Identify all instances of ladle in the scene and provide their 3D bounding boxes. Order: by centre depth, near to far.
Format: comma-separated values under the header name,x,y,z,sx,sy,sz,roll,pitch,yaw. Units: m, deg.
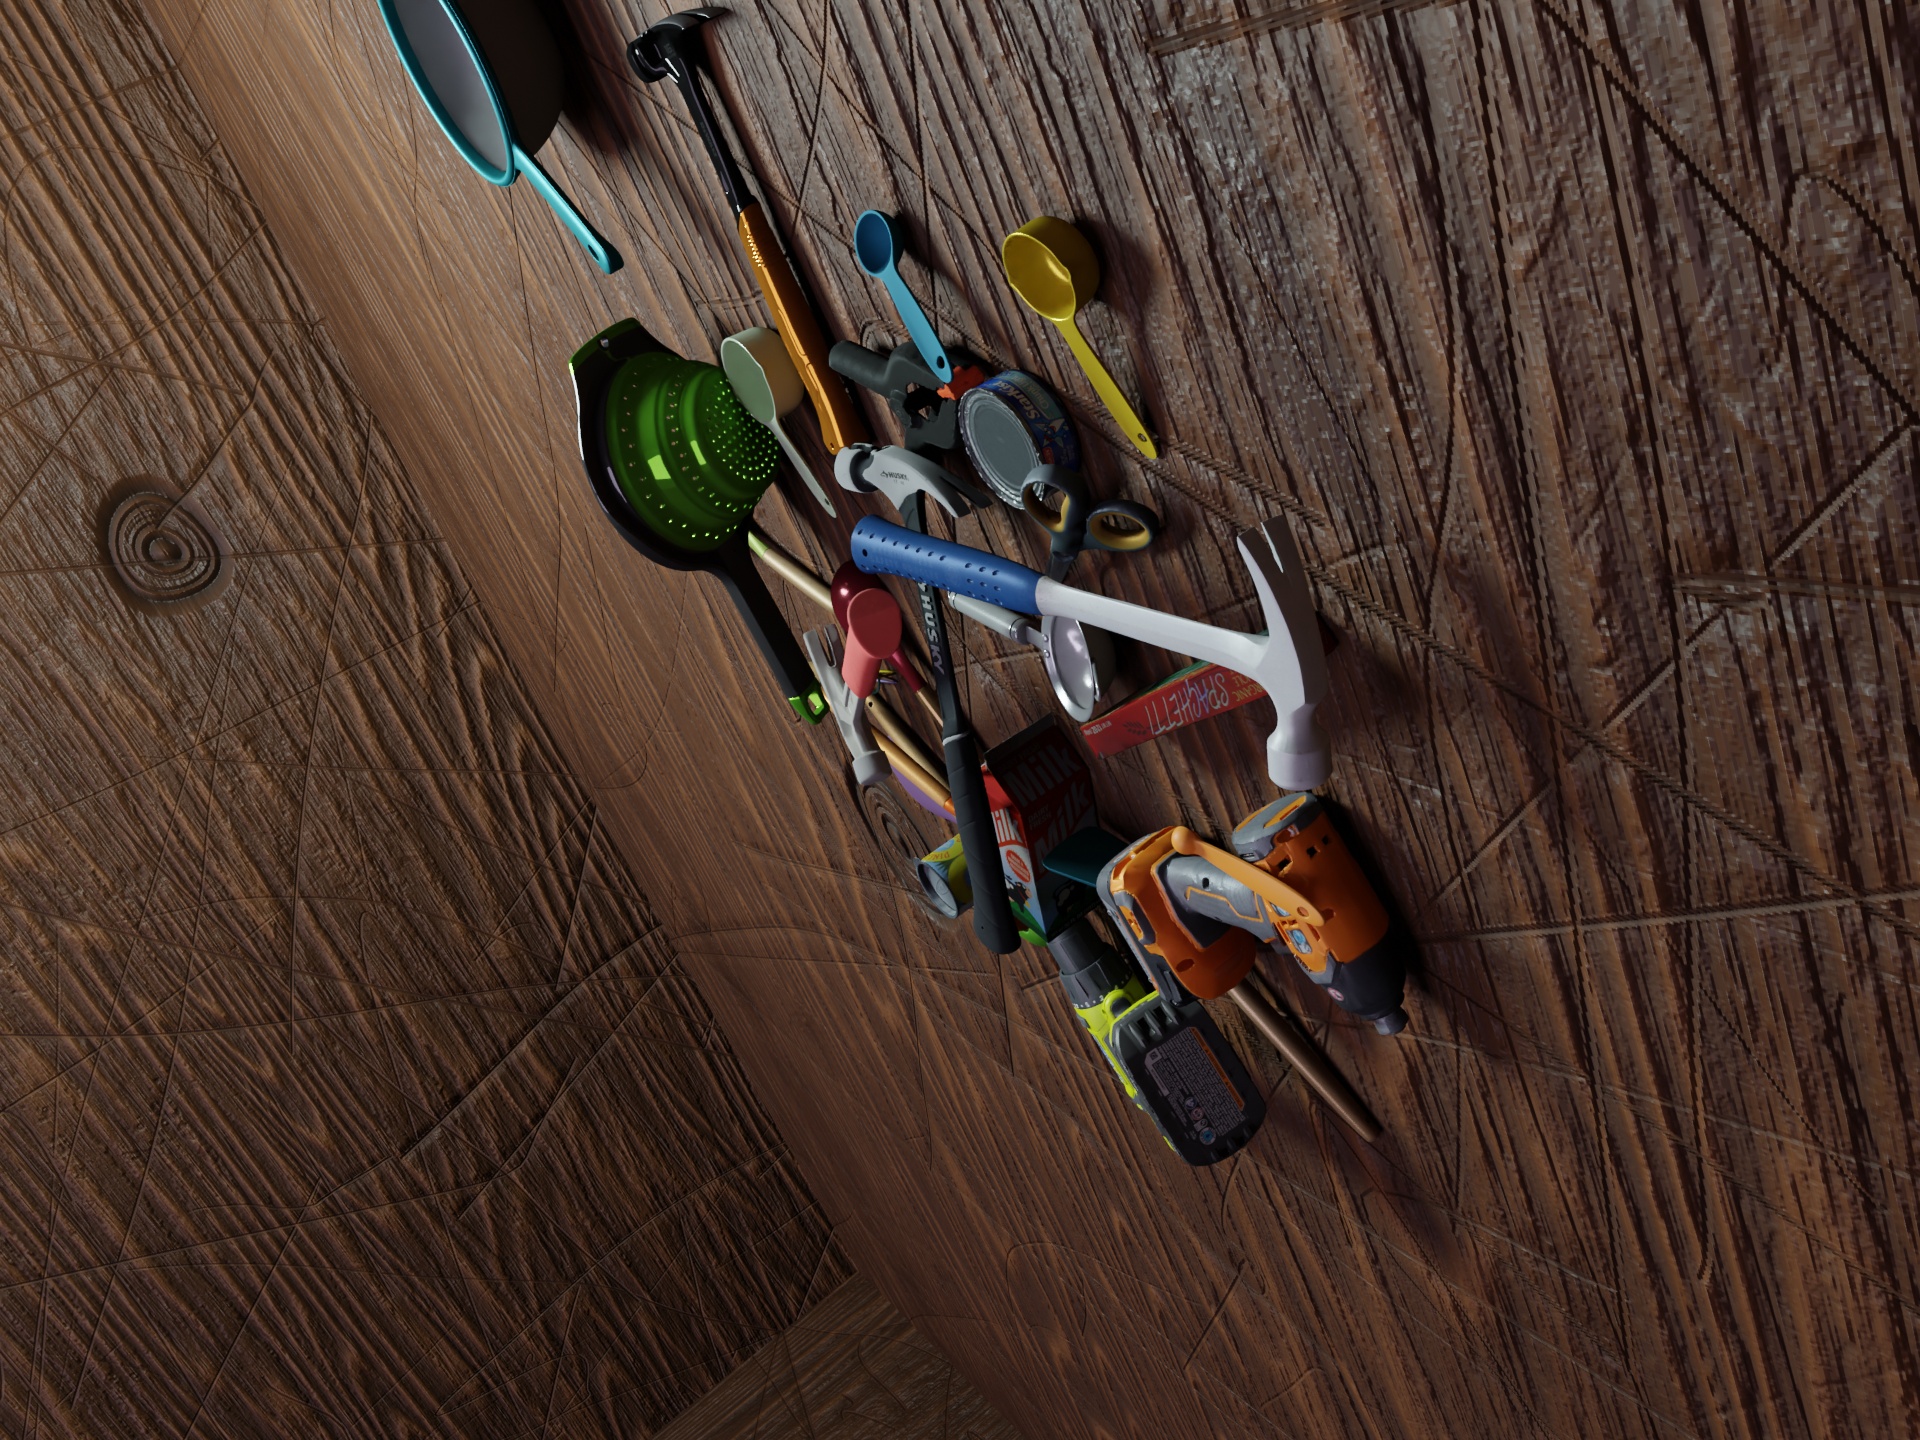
name,x,y,z,sx,sy,sz,roll,pitch,yaw
ladle,-0.018,-0.007,1.396,0.315,0.031,0.069,53,138,3
ladle,-0.176,-0.140,1.512,0.320,0.062,0.078,37,148,35

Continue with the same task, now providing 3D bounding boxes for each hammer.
name,x,y,z,sx,sy,sz,roll,pitch,yaw
hammer,0.059,-0.080,0.968,0.406,0.035,0.144,22,130,49
hammer,-0.142,-0.349,1.175,0.127,0.034,0.336,18,137,59
hammer,-0.002,-0.004,1.190,0.149,0.036,0.408,20,129,51
hammer,-0.082,-0.048,1.252,0.359,0.036,0.149,118,131,-77

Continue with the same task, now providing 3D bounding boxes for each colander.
name,x,y,z,sx,sy,sz,roll,pitch,yaw
colander,-0.185,-0.170,1.388,0.094,0.205,0.396,-12,118,32

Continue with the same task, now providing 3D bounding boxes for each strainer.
name,x,y,z,sx,sy,sz,roll,pitch,yaw
strainer,0.052,-0.064,1.155,0.259,0.050,0.086,34,136,56
strainer,-0.355,-0.515,1.315,0.340,0.095,0.211,51,161,8

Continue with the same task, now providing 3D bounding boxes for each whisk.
name,x,y,z,sx,sy,sz,roll,pitch,yaw
whisk,-0.122,-0.047,1.542,0.051,0.047,0.245,55,163,-15

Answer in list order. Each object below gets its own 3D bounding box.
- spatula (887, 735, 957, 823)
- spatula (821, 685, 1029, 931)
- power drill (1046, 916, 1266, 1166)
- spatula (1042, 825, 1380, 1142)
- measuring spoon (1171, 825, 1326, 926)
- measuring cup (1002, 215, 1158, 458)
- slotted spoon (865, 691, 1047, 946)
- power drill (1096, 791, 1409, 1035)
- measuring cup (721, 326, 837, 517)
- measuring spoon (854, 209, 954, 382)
name,x,y,z,sx,sy,sz,roll,pitch,yaw
spatula,0.028,0.121,1.487,0.316,0.018,0.059,45,137,26
spatula,-0.028,0.068,1.444,0.323,0.081,0.041,39,134,30
power drill,0.148,0.253,1.298,0.190,0.080,0.228,58,173,-9
spatula,0.196,0.197,1.204,0.317,0.082,0.044,48,128,10
measuring spoon,0.175,0.098,0.979,0.117,0.011,0.021,31,142,36
measuring cup,0.080,-0.219,0.911,0.156,0.029,0.062,53,162,-25
slotted spoon,-0.001,0.085,1.477,0.314,0.031,0.070,51,120,25
power drill,0.200,0.140,1.072,0.164,0.084,0.226,59,154,-5
measuring cup,-0.135,-0.245,1.301,0.167,0.038,0.083,58,159,-9
measuring spoon,-0.030,-0.275,1.034,0.129,0.021,0.042,62,144,9
